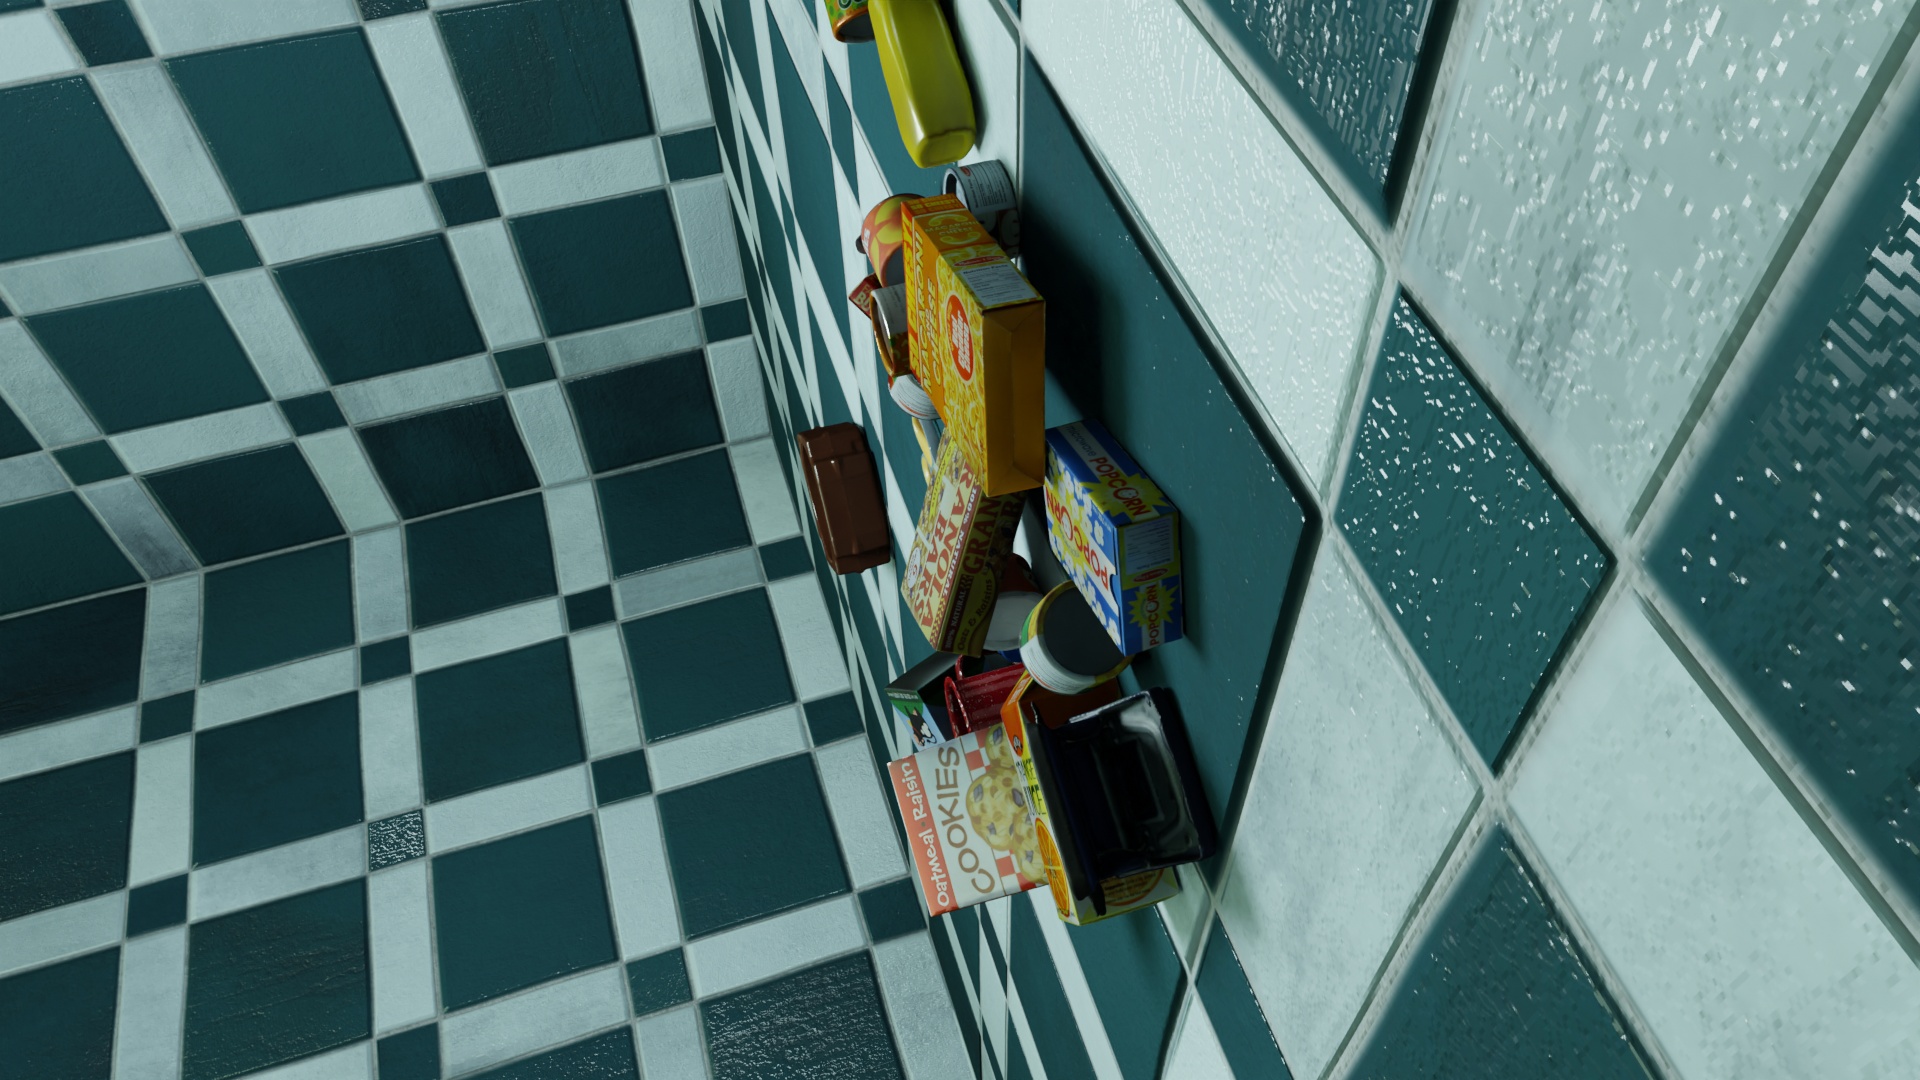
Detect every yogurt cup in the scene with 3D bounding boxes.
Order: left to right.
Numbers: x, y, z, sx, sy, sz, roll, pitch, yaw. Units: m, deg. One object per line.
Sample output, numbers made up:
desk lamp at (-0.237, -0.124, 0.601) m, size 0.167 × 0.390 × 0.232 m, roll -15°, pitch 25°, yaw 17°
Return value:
yogurt cup at (0.033, 0.046, 1.087) m, size 0.072 × 0.072 × 0.054 m, roll 86°, pitch 173°, yaw -47°

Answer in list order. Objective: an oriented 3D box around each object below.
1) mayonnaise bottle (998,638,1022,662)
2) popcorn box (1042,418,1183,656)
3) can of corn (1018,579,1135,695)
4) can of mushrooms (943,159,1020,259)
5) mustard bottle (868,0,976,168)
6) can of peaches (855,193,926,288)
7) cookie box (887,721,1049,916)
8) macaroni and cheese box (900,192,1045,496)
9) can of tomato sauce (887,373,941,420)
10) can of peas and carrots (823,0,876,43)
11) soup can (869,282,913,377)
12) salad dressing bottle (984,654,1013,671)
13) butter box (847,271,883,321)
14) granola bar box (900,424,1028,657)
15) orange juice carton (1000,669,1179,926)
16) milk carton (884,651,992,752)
mayonnaise bottle at (0.028, 0.048, 1.177) m, size 0.148 × 0.041 × 0.064 m, roll -121°, pitch 9°, yaw -55°
popcorn box at (0.085, -0.005, 0.795) m, size 0.127 × 0.038 × 0.084 m, roll -120°, pitch 19°, yaw -57°
can of corn at (0.075, 0.058, 0.869) m, size 0.058 × 0.071 × 0.071 m, roll 120°, pitch 135°, yaw -74°
can of mushrooms at (0.013, -0.212, 0.909) m, size 0.071 × 0.033 × 0.071 m, roll 167°, pitch 88°, yaw -79°
mustard bottle at (-0.030, -0.334, 0.932) m, size 0.065 × 0.049 × 0.160 m, roll 127°, pitch 128°, yaw -77°
can of peaches at (-0.041, -0.225, 1.081) m, size 0.071 × 0.071 × 0.058 m, roll 87°, pitch 164°, yaw -48°
cookie box at (0.035, 0.202, 1.045) m, size 0.040 × 0.167 × 0.123 m, roll 4°, pitch -114°, yaw -58°
macaroni and cheese box at (0.007, -0.123, 0.848) m, size 0.167 × 0.040 × 0.123 m, roll -118°, pitch 21°, yaw -51°
can of tomato sauce at (-0.020, -0.139, 1.110) m, size 0.083 × 0.071 × 0.071 m, roll 137°, pitch 118°, yaw -78°
can of peas and carrots at (-0.067, -0.397, 0.993) m, size 0.071 × 0.071 × 0.058 m, roll 172°, pitch 83°, yaw -80°
soup can at (-0.018, -0.157, 1.012) m, size 0.071 × 0.084 × 0.071 m, roll 167°, pitch 88°, yaw -80°
salad dressing bottle at (0.006, 0.062, 1.280) m, size 0.064 × 0.044 × 0.147 m, roll 126°, pitch 124°, yaw -80°
butter box at (-0.051, -0.196, 1.126) m, size 0.053 × 0.024 × 0.104 m, roll 42°, pitch -156°, yaw -4°
granola bar box at (0.004, -0.013, 1.036) m, size 0.124 × 0.039 × 0.165 m, roll -128°, pitch 52°, yaw -66°
orange juice carton at (0.080, 0.157, 0.950) m, size 0.071 × 0.073 × 0.193 m, roll 119°, pitch 136°, yaw -76°
milk carton at (0.019, 0.193, 1.228) m, size 0.190 × 0.074 × 0.072 m, roll 62°, pitch 154°, yaw -10°
